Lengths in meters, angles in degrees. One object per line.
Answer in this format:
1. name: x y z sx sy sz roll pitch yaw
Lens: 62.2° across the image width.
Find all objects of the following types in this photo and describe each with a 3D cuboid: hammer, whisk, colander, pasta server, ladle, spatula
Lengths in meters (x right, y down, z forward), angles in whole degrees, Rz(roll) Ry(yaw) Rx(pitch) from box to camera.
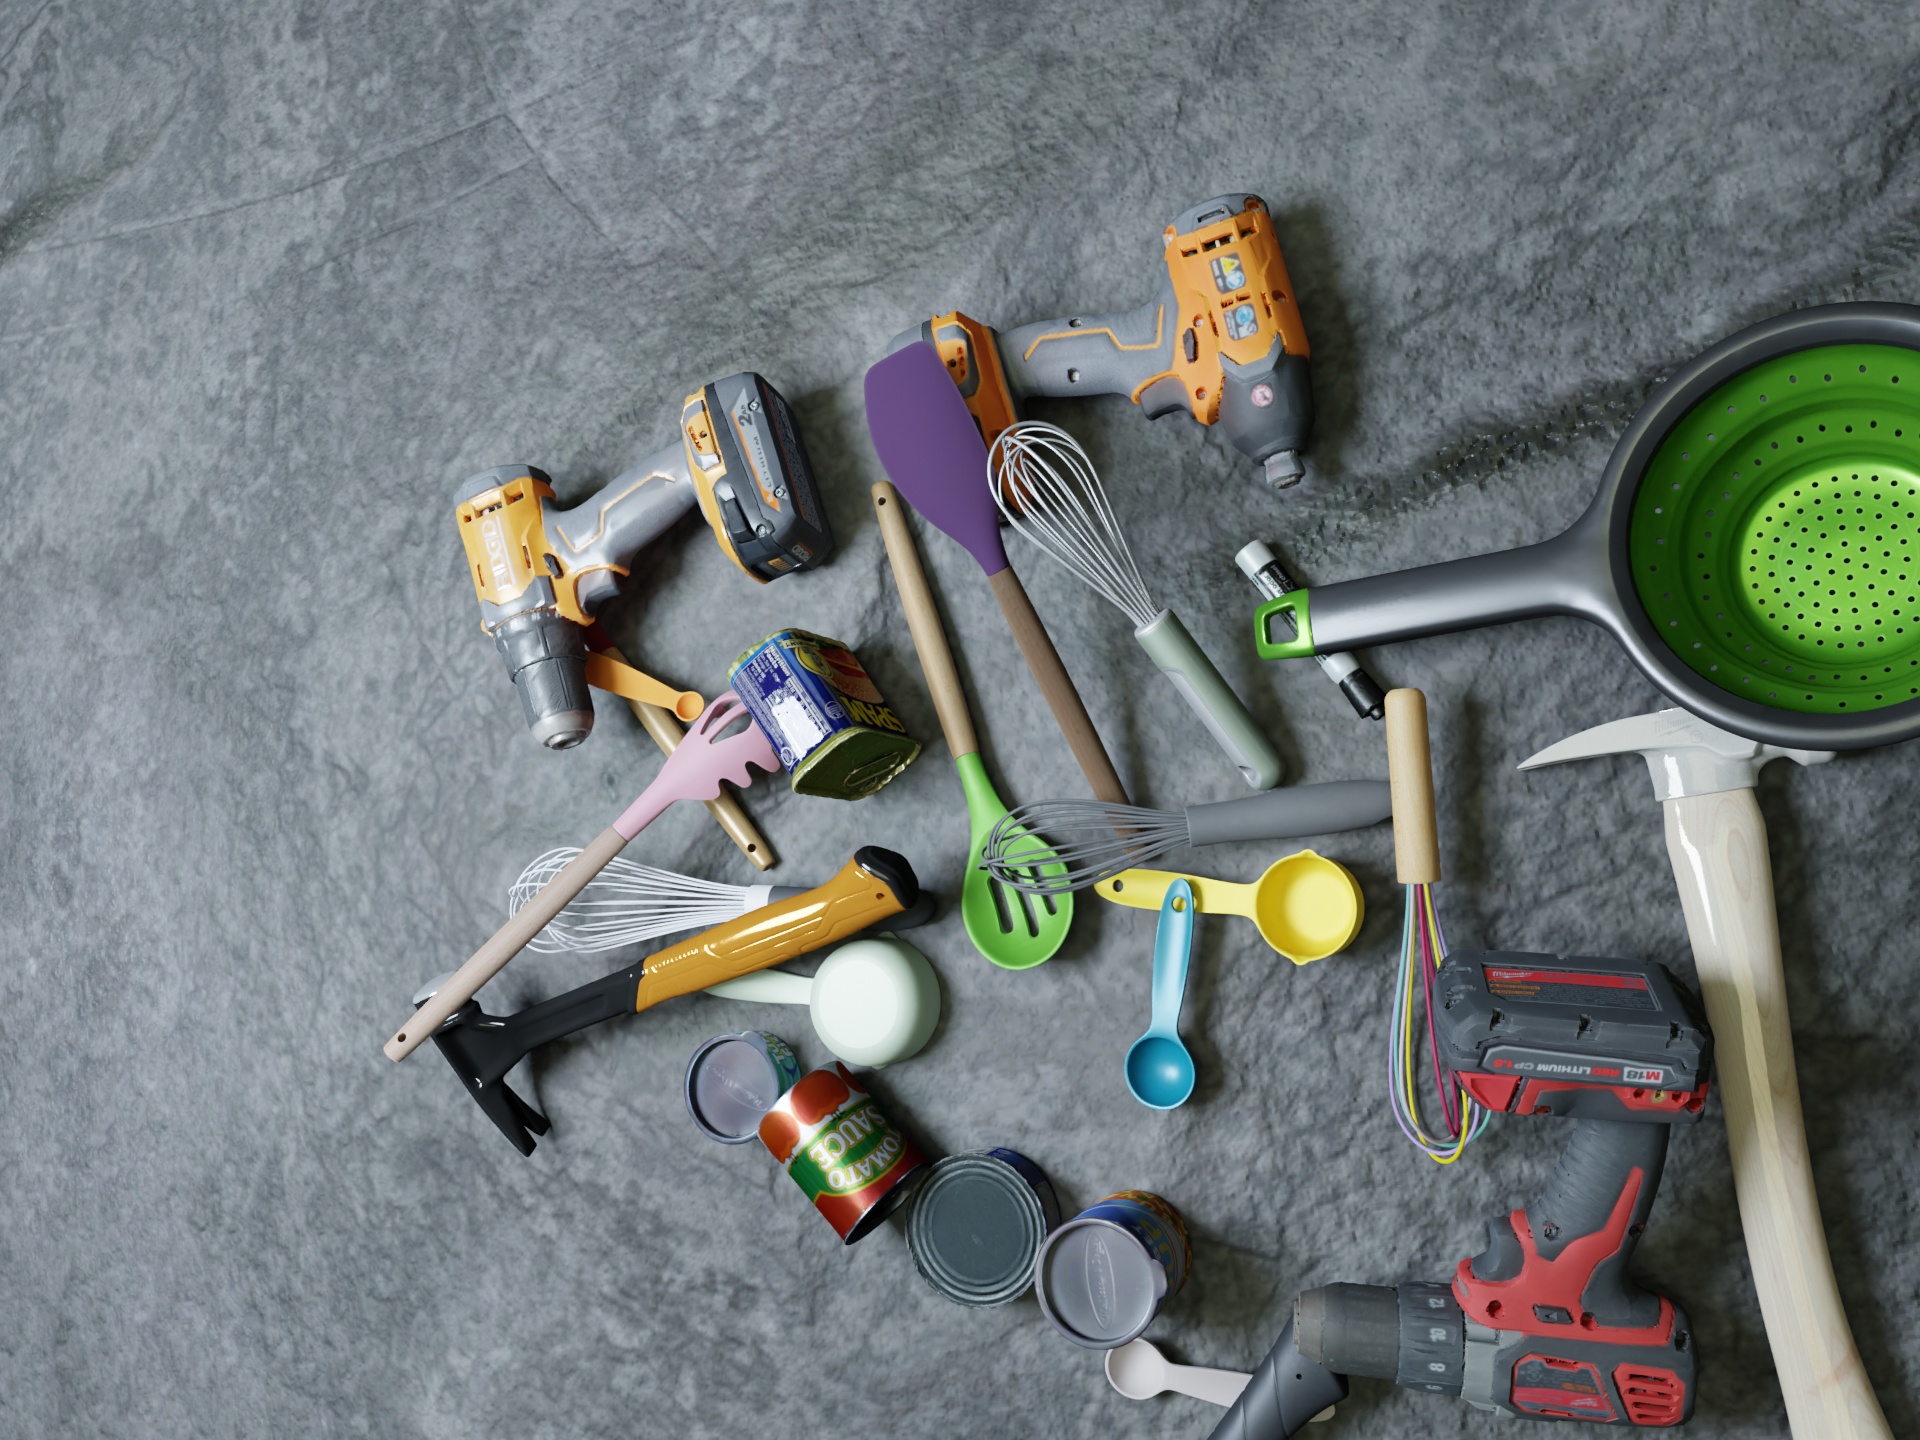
1. hammer: 0.078 0.486 0.856 0.149 0.036 0.409 36 99 22
2. whisk: 0.242 0.105 0.822 0.051 0.047 0.245 -4 88 13
3. hammer: 0.381 0.197 0.773 0.146 0.038 0.411 -11 81 22
4. hammer: -0.169 0.159 0.957 0.337 0.034 0.127 -24 105 20
5. whisk: 0.099 -0.059 0.864 0.059 0.058 0.246 -41 98 -16
6. colander: 0.345 -0.072 0.793 0.397 0.094 0.204 -10 78 33
7. pasta server: -0.223 0.091 0.965 0.316 0.040 0.060 -45 61 -8
8. ladle: -0.215 -0.025 1.036 0.069 0.031 0.316 -42 73 8
9. spatula: 0.031 -0.060 0.890 0.060 0.018 0.316 -25 97 22
10. whisk: 0.126 0.059 0.868 0.239 0.055 0.055 -8 81 7
11. whisk: -0.152 0.111 0.983 0.284 0.070 0.070 -1 84 16

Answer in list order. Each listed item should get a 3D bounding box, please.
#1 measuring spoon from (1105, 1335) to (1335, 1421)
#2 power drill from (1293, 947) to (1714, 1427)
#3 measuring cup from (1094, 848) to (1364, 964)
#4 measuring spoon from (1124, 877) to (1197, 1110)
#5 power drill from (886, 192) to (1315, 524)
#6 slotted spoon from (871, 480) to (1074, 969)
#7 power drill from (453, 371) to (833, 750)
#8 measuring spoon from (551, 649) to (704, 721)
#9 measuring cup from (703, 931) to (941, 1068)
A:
1. measuring spoon: 0.141 0.359 0.864 0.124 0.018 0.034 7 95 15
2. power drill: 0.258 0.229 0.761 0.188 0.080 0.226 2 106 12
3. measuring cup: 0.149 0.098 0.886 0.156 0.029 0.062 3 87 34
4. measuring spoon: 0.119 0.151 0.885 0.042 0.021 0.128 6 90 30
5. power drill: 0.086 -0.184 0.907 0.226 0.084 0.164 -17 80 16
6. slotted spoon: -0.002 -0.003 0.950 0.070 0.031 0.314 -23 75 18
7. power drill: -0.198 -0.098 0.993 0.226 0.084 0.185 -21 75 11
8. measuring spoon: -0.213 -0.024 1.020 0.117 0.011 0.021 20 77 19
9. measuring cup: -0.096 0.165 0.961 0.167 0.038 0.083 3 86 20
